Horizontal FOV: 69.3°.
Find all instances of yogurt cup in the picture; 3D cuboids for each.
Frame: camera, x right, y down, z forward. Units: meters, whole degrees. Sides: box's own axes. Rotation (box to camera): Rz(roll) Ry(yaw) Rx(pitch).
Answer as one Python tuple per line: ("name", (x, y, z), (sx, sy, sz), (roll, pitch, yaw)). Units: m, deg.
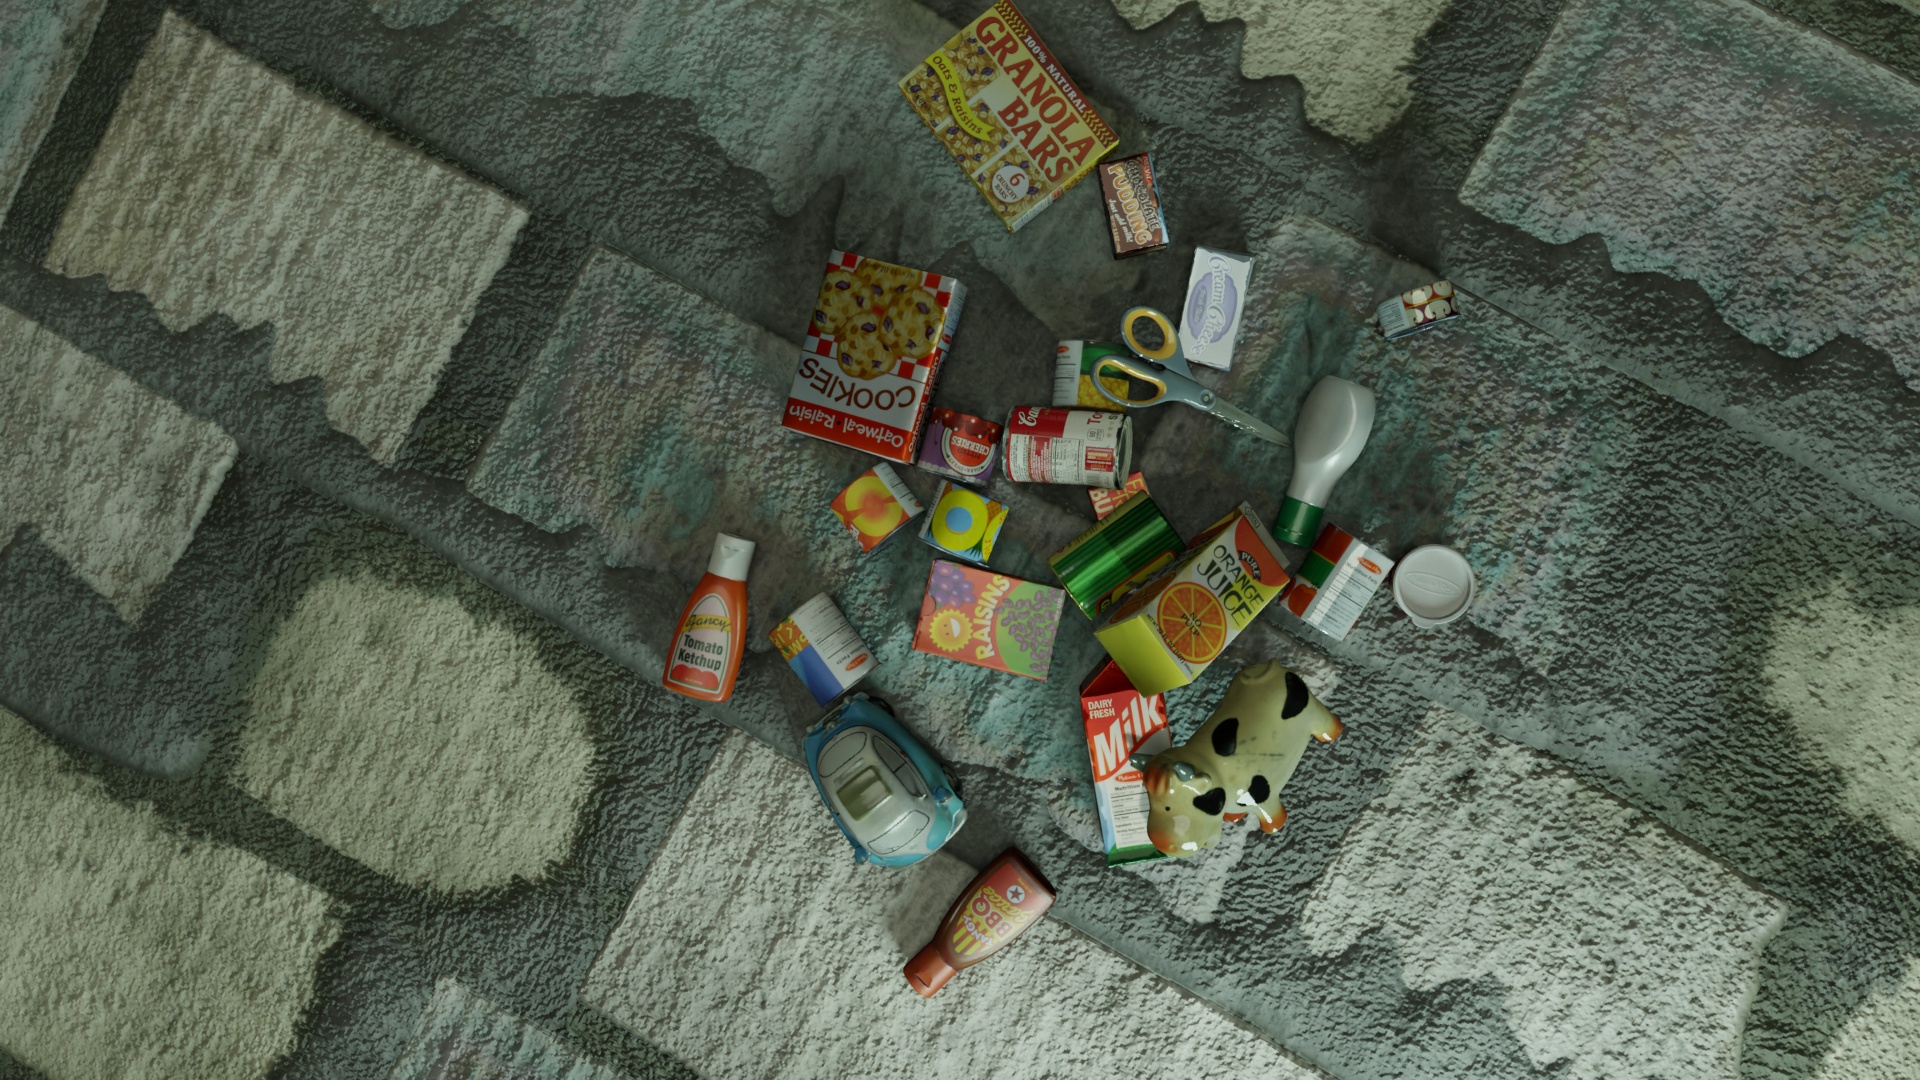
("yogurt cup", (0.404, 0.037, 1.201), (0.072, 0.054, 0.072), (0, 90, 5))

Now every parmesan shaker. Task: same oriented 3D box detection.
("parmesan shaker", (0.134, 0.012, 1.188), (0.103, 0.071, 0.071), (-36, 88, 6))

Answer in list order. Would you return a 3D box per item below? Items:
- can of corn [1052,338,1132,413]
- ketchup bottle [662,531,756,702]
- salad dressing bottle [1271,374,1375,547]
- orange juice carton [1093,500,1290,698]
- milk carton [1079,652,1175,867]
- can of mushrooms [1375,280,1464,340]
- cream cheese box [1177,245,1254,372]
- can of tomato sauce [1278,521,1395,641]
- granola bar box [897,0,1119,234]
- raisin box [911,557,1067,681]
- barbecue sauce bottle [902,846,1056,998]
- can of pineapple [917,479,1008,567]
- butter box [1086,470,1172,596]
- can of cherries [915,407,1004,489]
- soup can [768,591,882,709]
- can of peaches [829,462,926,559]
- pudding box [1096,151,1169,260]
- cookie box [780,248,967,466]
("can of corn", (0.118, -0.143, 1.218), (0.071, 0.071, 0.058), (6, 92, 5))
("ketchup bottle", (-0.221, 0.068, 1.257), (0.065, 0.043, 0.148), (15, 91, 5))
("salad dressing bottle", (0.313, -0.068, 1.209), (0.044, 0.064, 0.147), (12, 101, -40))
("orange juice carton", (0.209, 0.044, 1.181), (0.193, 0.072, 0.072), (-39, 94, -31))
("milk carton", (0.147, 0.179, 1.214), (0.073, 0.072, 0.190), (-9, 90, 4))
("can of mushrooms", (0.396, -0.198, 1.195), (0.071, 0.071, 0.033), (-17, 88, 5))
("cream cheese box", (0.223, -0.205, 1.229), (0.053, 0.024, 0.103), (12, 91, 4))
("can of tomato sauce", (0.324, 0.035, 1.201), (0.071, 0.071, 0.083), (32, 97, 4))
("granola bar box", (0.043, -0.378, 1.236), (0.124, 0.039, 0.165), (-38, 88, 4))
("raisin box", (0.027, 0.070, 1.239), (0.123, 0.040, 0.086), (13, 92, 5))
("barbecue sauce bottle", (0.013, 0.345, 1.239), (0.148, 0.044, 0.065), (-44, 88, 4))
("can of pineapple", (0.004, -0.015, 1.227), (0.071, 0.071, 0.058), (22, 92, 4))
("butter box", (0.154, -0.007, 1.236), (0.053, 0.024, 0.103), (-21, 89, 4))
("can of cherries", (0.001, -0.082, 1.225), (0.071, 0.071, 0.058), (17, 91, 4))
("soup can", (-0.123, 0.099, 1.240), (0.071, 0.071, 0.084), (-38, 87, 4))
("can of peaches", (-0.076, -0.027, 1.233), (0.071, 0.071, 0.058), (-38, 87, 4))
("pudding box", (0.153, -0.296, 1.232), (0.050, 0.030, 0.083), (-11, 90, 4))
("cookie box", (-0.077, -0.162, 1.236), (0.123, 0.040, 0.167), (17, 92, 17))
